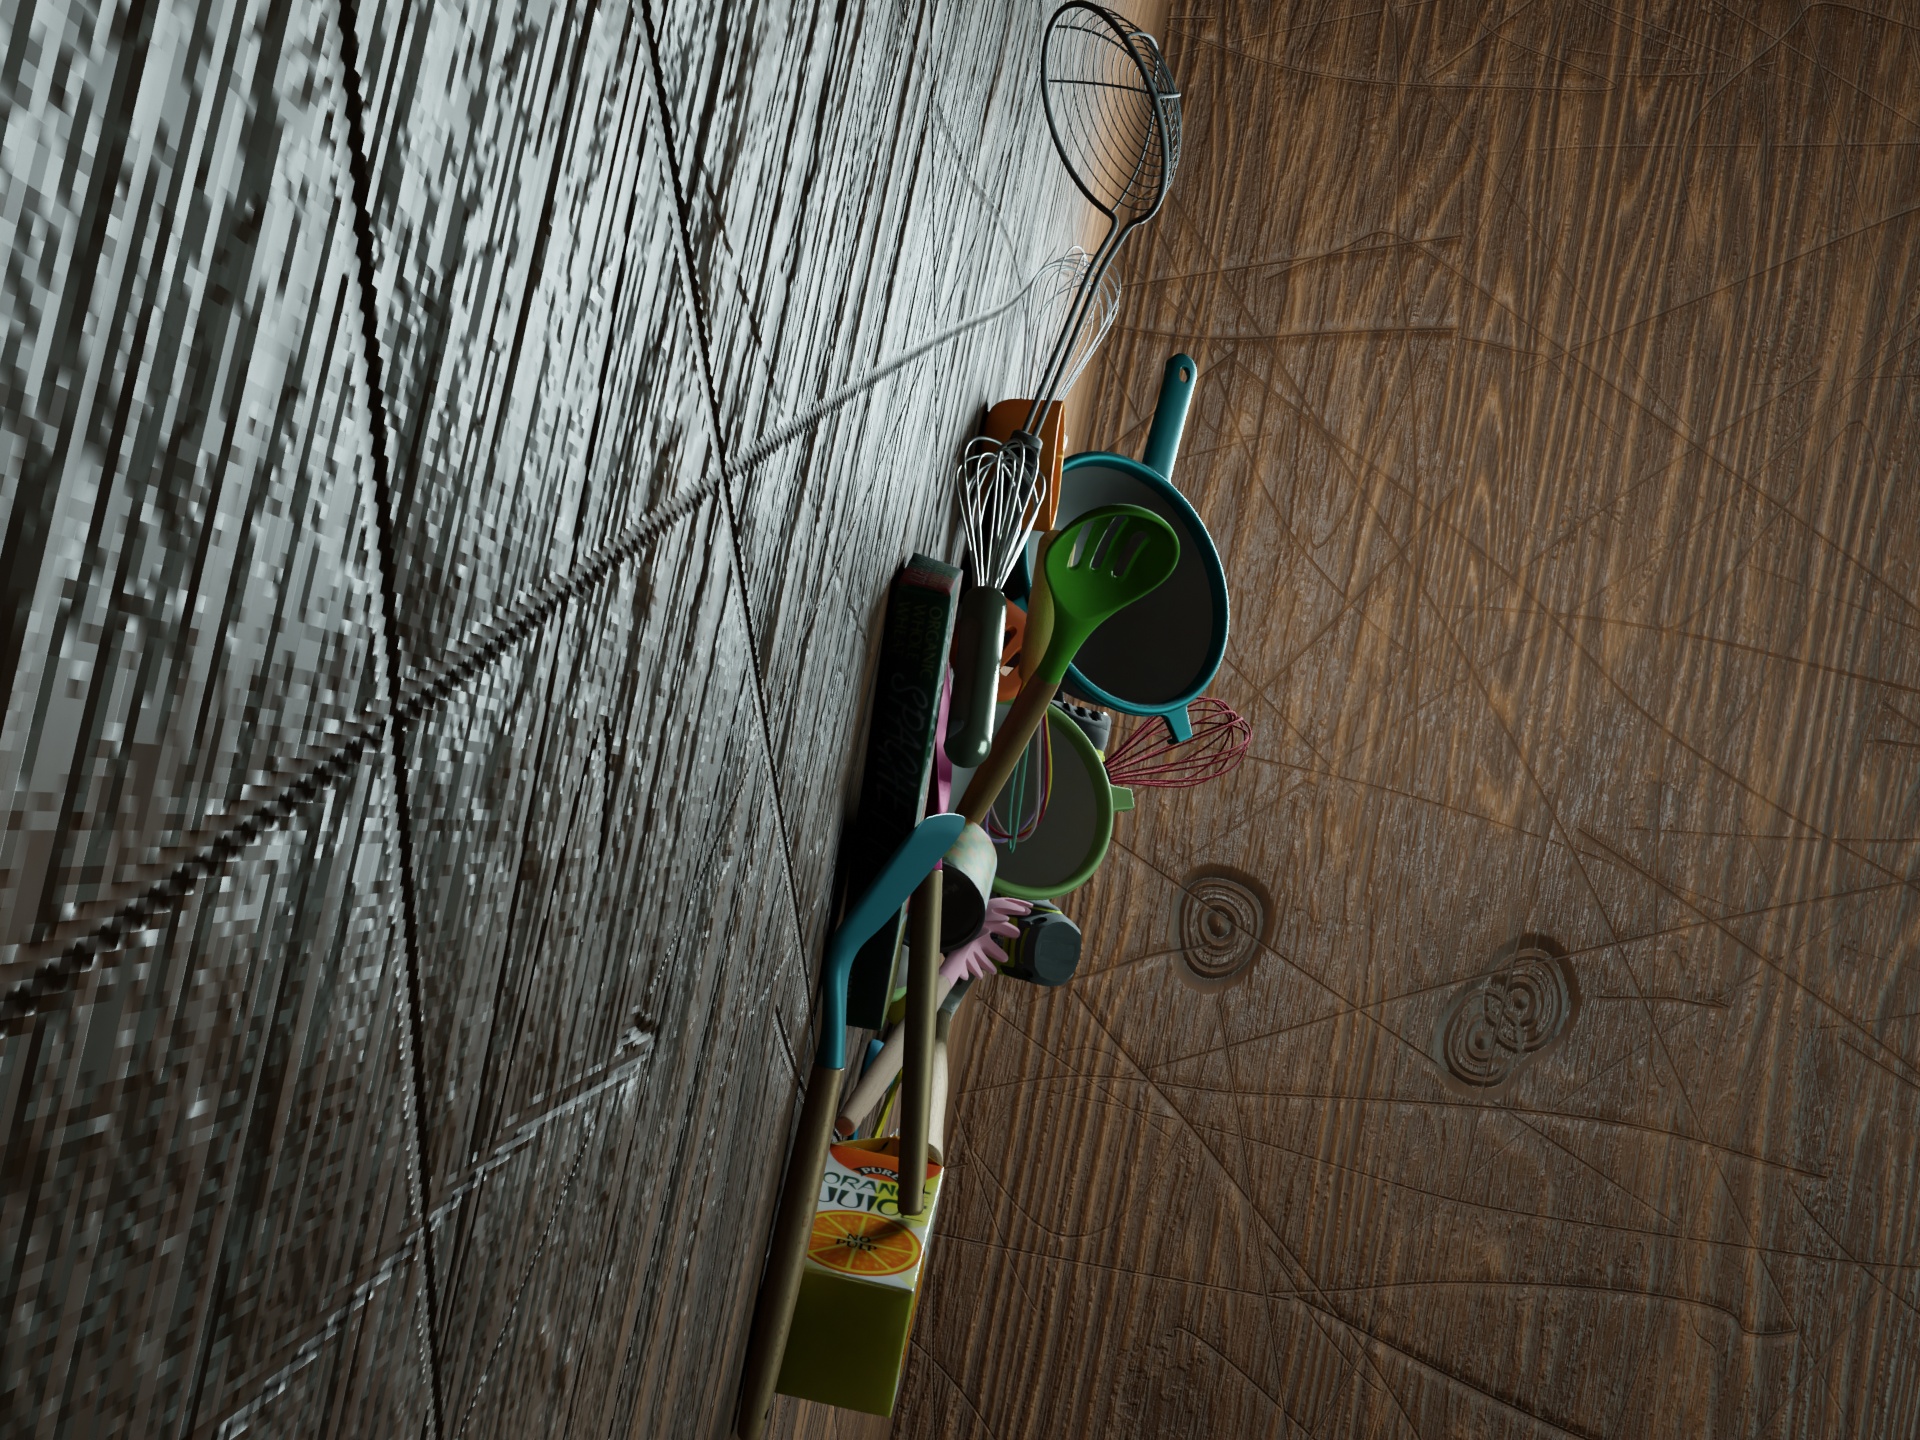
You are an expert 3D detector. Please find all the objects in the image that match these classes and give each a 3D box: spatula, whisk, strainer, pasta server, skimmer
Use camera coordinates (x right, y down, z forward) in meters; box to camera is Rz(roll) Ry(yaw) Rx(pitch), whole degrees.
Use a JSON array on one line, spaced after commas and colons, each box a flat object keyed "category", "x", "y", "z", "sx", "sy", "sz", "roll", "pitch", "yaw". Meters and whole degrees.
[{"category": "spatula", "x": -0.002, "y": -0.003, "z": 1.005, "sx": 0.041, "sy": 0.081, "sz": 0.323, "roll": -47, "pitch": -174, "yaw": 25}, {"category": "whisk", "x": 0.122, "y": 0.038, "z": 1.238, "sx": 0.296, "sy": 0.073, "sz": 0.073, "roll": -18, "pitch": 129, "yaw": -38}, {"category": "whisk", "x": 0.014, "y": -0.072, "z": 0.880, "sx": 0.058, "sy": 0.059, "sz": 0.247, "roll": -34, "pitch": -145, "yaw": 38}, {"category": "strainer", "x": 0.002, "y": 0.094, "z": 1.079, "sx": 0.256, "sy": 0.151, "sz": 0.069, "roll": -54, "pitch": -169, "yaw": -33}, {"category": "strainer", "x": 0.121, "y": -0.151, "z": 1.278, "sx": 0.095, "sy": 0.210, "sz": 0.341, "roll": -24, "pitch": -138, "yaw": 51}, {"category": "pasta server", "x": -0.015, "y": 0.196, "z": 1.084, "sx": 0.060, "sy": 0.040, "sz": 0.316, "roll": -67, "pitch": 171, "yaw": 24}, {"category": "skimmer", "x": 0.039, "y": -0.236, "z": 0.962, "sx": 0.127, "sy": 0.090, "sz": 0.363, "roll": 40, "pitch": -67, "yaw": 52}, {"category": "spatula", "x": -0.060, "y": 0.195, "z": 0.770, "sx": 0.082, "sy": 0.044, "sz": 0.317, "roll": 14, "pitch": 88, "yaw": -75}, {"category": "whisk", "x": 0.039, "y": -0.010, "z": 0.963, "sx": 0.051, "sy": 0.047, "sz": 0.244, "roll": -71, "pitch": 172, "yaw": -48}, {"category": "whisk", "x": 0.052, "y": -0.219, "z": 1.147, "sx": 0.070, "sy": 0.070, "sz": 0.285, "roll": 87, "pitch": 20, "yaw": -73}]

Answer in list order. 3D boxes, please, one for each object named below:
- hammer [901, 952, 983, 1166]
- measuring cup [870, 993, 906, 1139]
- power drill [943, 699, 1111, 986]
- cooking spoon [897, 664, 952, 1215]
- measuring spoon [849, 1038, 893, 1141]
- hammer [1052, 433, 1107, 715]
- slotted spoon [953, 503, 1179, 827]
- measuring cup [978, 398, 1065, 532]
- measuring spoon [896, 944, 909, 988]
[{"category": "hammer", "x": -0.021, "y": 0.252, "z": 1.137, "sx": 0.331, "sy": 0.031, "sz": 0.130, "roll": -81, "pitch": -164, "yaw": -83}, {"category": "measuring cup", "x": -0.052, "y": 0.237, "z": 1.133, "sx": 0.062, "sy": 0.029, "sz": 0.157, "roll": 90, "pitch": 18, "yaw": -63}, {"category": "power drill", "x": 0.040, "y": 0.096, "z": 1.312, "sx": 0.171, "sy": 0.080, "sz": 0.223, "roll": 3, "pitch": -100, "yaw": 54}, {"category": "cooking spoon", "x": -0.019, "y": 0.108, "z": 0.874, "sx": 0.068, "sy": 0.017, "sz": 0.319, "roll": 46, "pitch": 46, "yaw": -80}, {"category": "measuring spoon", "x": -0.063, "y": 0.281, "z": 1.072, "sx": 0.042, "sy": 0.021, "sz": 0.129, "roll": 86, "pitch": 14, "yaw": -72}, {"category": "hammer", "x": 0.065, "y": -0.115, "z": 1.408, "sx": 0.034, "sy": 0.127, "sz": 0.336, "roll": -71, "pitch": 162, "yaw": -50}, {"category": "slotted spoon", "x": 0.039, "y": -0.009, "z": 0.922, "sx": 0.031, "sy": 0.070, "sz": 0.313, "roll": -95, "pitch": -156, "yaw": -45}, {"category": "measuring cup", "x": 0.036, "y": -0.132, "z": 1.075, "sx": 0.095, "sy": 0.052, "sz": 0.173, "roll": -67, "pitch": 164, "yaw": -69}, {"category": "measuring spoon", "x": -0.011, "y": 0.121, "z": 1.006, "sx": 0.124, "sy": 0.034, "sz": 0.018, "roll": -45, "pitch": -166, "yaw": -35}]
